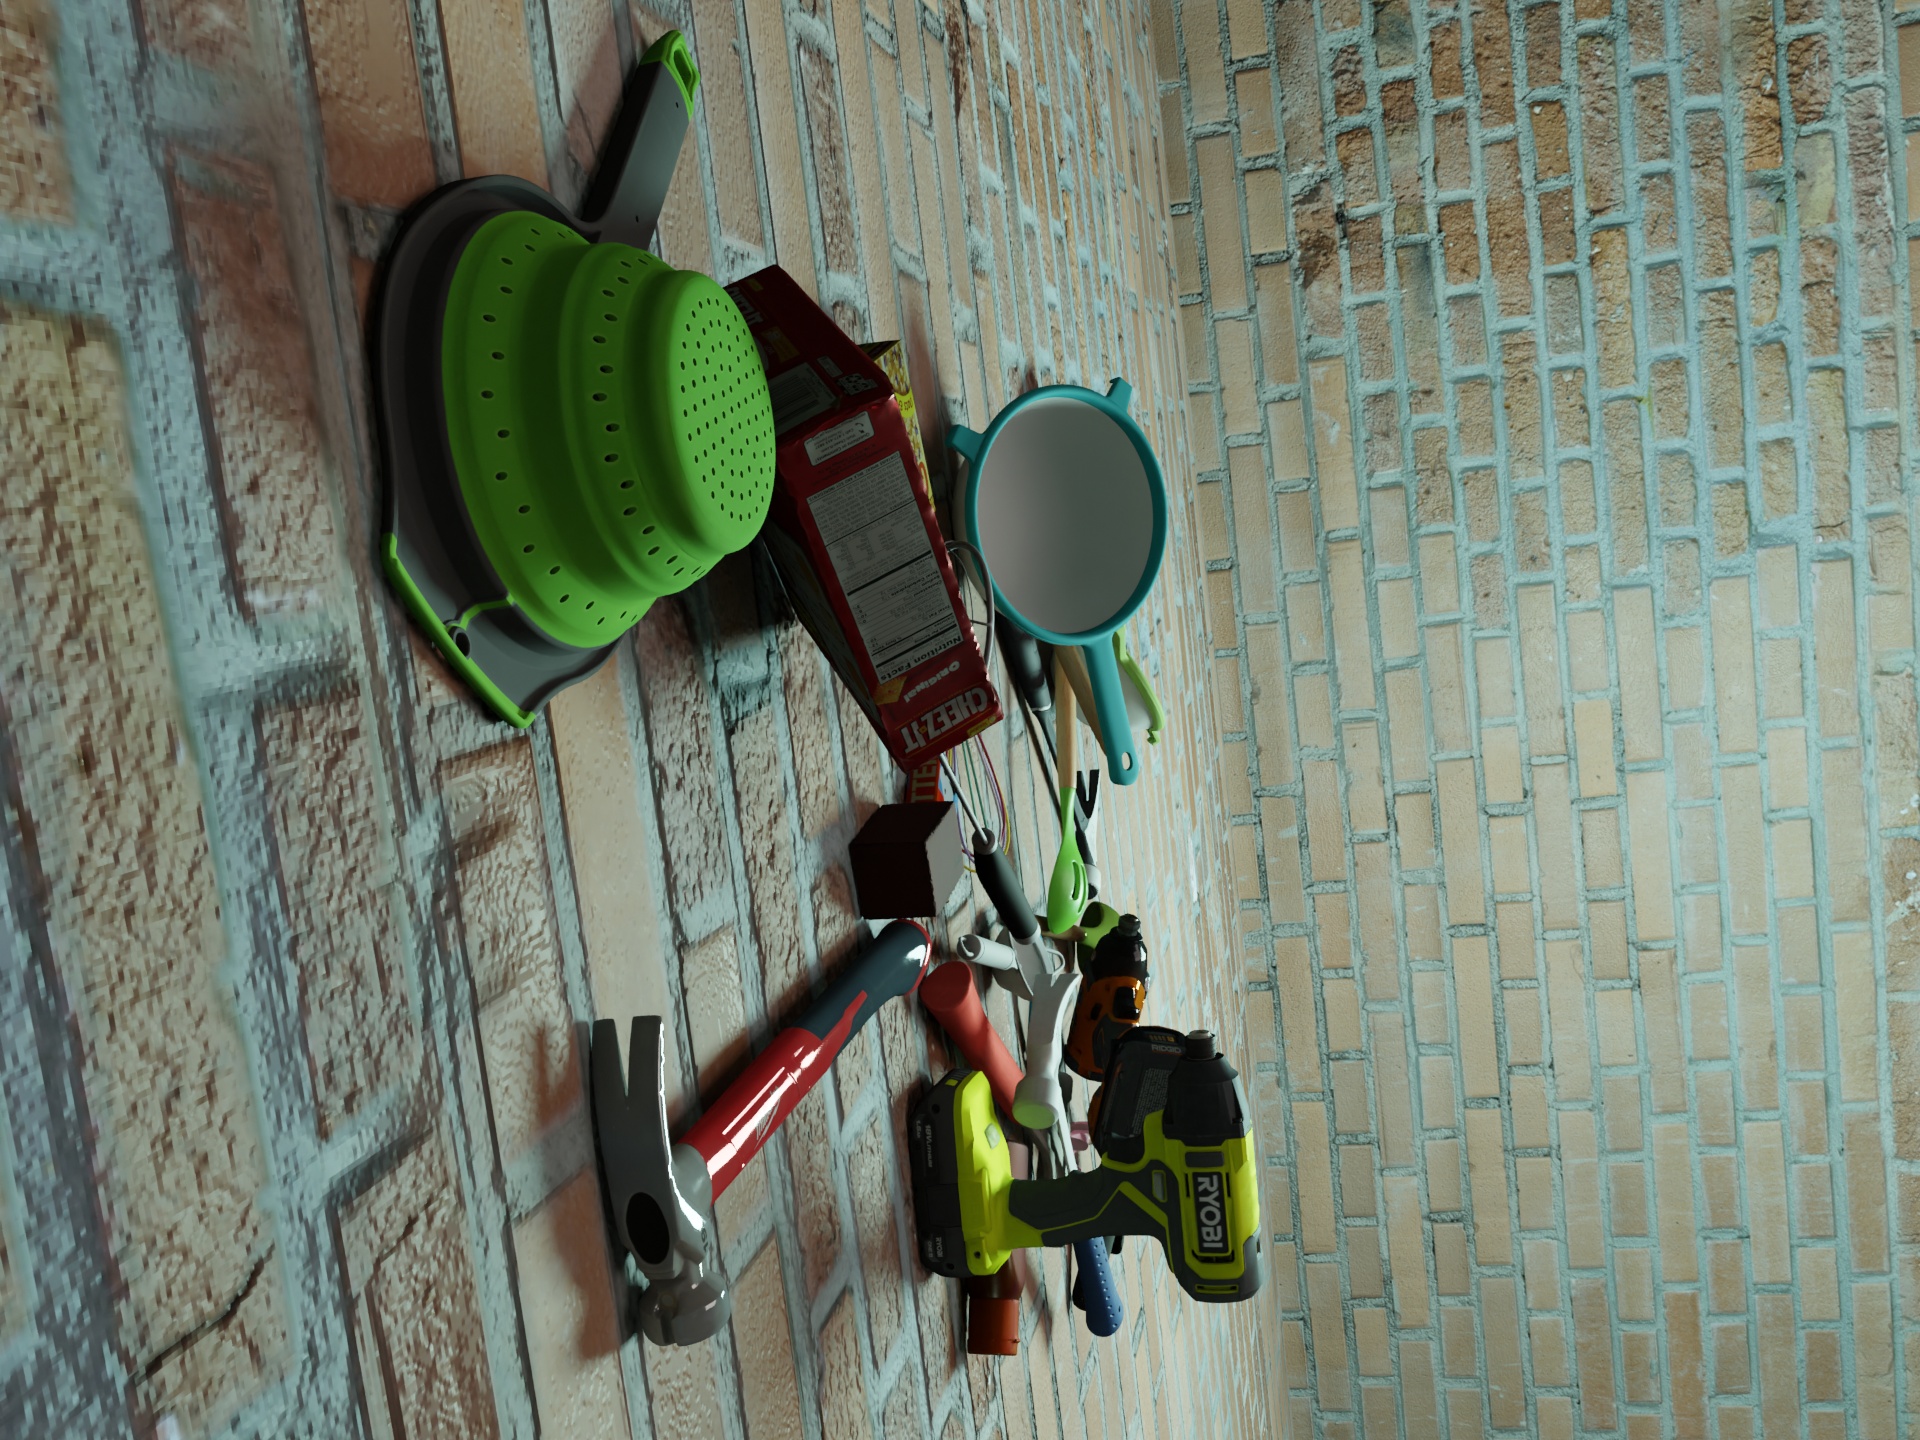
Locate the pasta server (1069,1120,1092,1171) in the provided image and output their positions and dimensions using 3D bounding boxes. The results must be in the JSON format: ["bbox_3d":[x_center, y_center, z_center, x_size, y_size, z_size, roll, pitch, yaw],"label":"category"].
[{"bbox_3d":[0.131,0.410,1.556,0.316,0.040,0.060,35,70,-72],"label":"pasta server"}]

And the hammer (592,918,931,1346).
[{"bbox_3d":[-0.085,0.161,0.843,0.386,0.038,0.143,-37,119,-72],"label":"hammer"}]

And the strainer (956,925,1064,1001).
[{"bbox_3d":[0.032,0.184,1.233,0.258,0.050,0.087,40,30,-70],"label":"strainer"}]

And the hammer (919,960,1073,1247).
[{"bbox_3d":[0.035,0.291,1.241,0.358,0.037,0.149,64,28,-53],"label":"hammer"}]

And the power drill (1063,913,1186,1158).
[{"bbox_3d":[0.152,0.284,1.432,0.227,0.084,0.164,-111,-149,-72],"label":"power drill"}]

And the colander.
[{"bbox_3d":[-0.128,-0.184,0.687,0.204,0.094,0.397,66,24,-50],"label":"colander"}]

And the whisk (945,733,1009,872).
[{"bbox_3d":[-0.004,-0.003,1.197,0.051,0.047,0.245,-59,138,-83],"label":"whisk"}]

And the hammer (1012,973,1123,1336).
[{"bbox_3d":[0.095,0.373,1.293,0.144,0.035,0.405,-77,161,-48],"label":"hammer"}]

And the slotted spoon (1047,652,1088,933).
[{"bbox_3d":[0.096,0.037,1.447,0.070,0.031,0.314,33,53,-62],"label":"slotted spoon"}]

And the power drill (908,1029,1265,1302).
[{"bbox_3d":[0.085,0.296,1.067,0.080,0.223,0.171,-11,96,-75],"label":"power drill"}]

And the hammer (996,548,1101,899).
[{"bbox_3d":[0.082,-0.006,1.516,0.408,0.036,0.149,69,21,-44],"label":"hammer"}]

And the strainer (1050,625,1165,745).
[{"bbox_3d":[0.132,-0.048,1.562,0.151,0.069,0.256,53,-4,14],"label":"strainer"}]

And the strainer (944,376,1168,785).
[{"bbox_3d":[0.081,-0.108,1.341,0.211,0.095,0.340,-23,107,-33],"label":"strainer"}]

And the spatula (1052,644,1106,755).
[{"bbox_3d":[0.089,-0.107,1.452,0.082,0.044,0.318,63,5,-63],"label":"spatula"}]

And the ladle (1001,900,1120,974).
[{"bbox_3d":[0.091,0.198,1.492,0.320,0.062,0.078,27,68,-64],"label":"ladle"}]

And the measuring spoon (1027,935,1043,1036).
[{"bbox_3d":[0.055,0.245,1.383,0.042,0.021,0.128,-32,125,-63],"label":"measuring spoon"}]

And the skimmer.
[{"bbox_3d":[0.026,0.036,1.091,0.127,0.090,0.362,-113,179,-45],"label":"skimmer"}]
